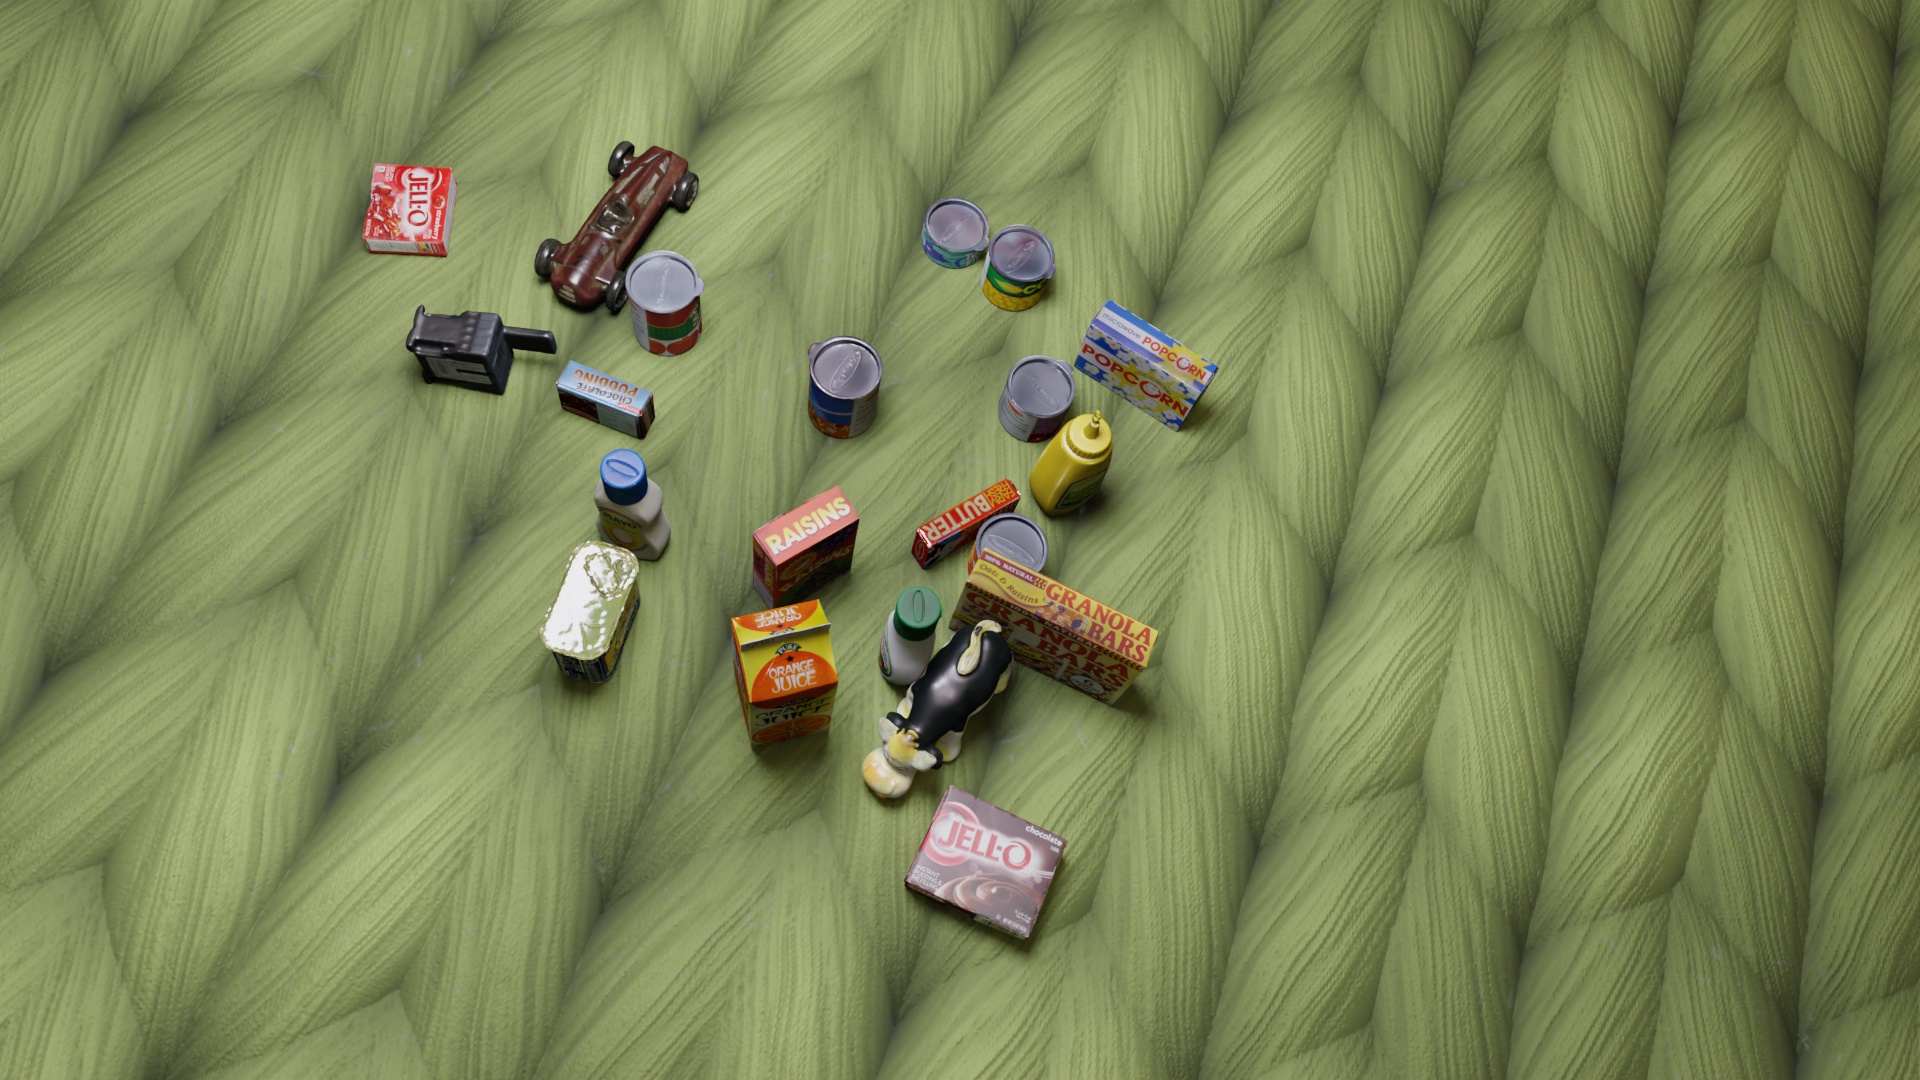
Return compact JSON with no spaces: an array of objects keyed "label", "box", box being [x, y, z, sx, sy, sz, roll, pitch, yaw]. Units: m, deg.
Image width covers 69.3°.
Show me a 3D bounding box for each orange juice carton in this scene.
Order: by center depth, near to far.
[{"label":"orange juice carton","box":[-0.144,0.105,1.129,0.072,0.192,0.073,-12,70,-13]}]

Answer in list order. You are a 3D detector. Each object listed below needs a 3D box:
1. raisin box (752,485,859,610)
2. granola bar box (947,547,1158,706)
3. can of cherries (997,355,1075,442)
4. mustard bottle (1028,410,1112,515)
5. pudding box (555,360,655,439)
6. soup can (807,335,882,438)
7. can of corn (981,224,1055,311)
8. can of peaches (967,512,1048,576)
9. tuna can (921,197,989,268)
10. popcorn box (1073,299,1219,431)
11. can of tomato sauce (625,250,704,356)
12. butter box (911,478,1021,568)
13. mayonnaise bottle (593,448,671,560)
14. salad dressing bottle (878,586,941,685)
[{"label":"raisin box","box":[-0.136,0.009,1.208,0.086,0.123,0.040,-30,75,-19]},{"label":"granola bar box","box":[0.078,0.077,1.212,0.165,0.123,0.039,26,67,3]},{"label":"can of cherries","box":[0.075,-0.136,1.337,0.071,0.058,0.072,3,67,-7]},{"label":"mustard bottle","box":[0.106,-0.075,1.260,0.065,0.159,0.049,-24,73,-17]},{"label":"pudding box","box":[-0.326,-0.129,1.278,0.084,0.049,0.030,21,66,1]},{"label":"soup can","box":[-0.111,-0.143,1.298,0.071,0.083,0.071,3,67,-7]},{"label":"can of corn","box":[0.058,-0.270,1.391,0.071,0.058,0.071,3,67,-7]},{"label":"can of peaches","box":[0.041,0.018,1.267,0.071,0.057,0.071,3,67,-7]},{"label":"tuna can","box":[-0.004,-0.311,1.412,0.071,0.032,0.071,3,67,-7]},{"label":"popcorn box","box":[0.178,-0.170,1.352,0.127,0.085,0.038,33,67,6]},{"label":"can of tomato sauce","box":[-0.276,-0.221,1.306,0.071,0.082,0.071,3,67,-7]},{"label":"butter box","box":[0.005,-0.016,1.278,0.104,0.053,0.024,-30,75,-19]},{"label":"mayonnaise bottle","box":[-0.284,-0.031,1.189,0.065,0.147,0.041,23,66,1]},{"label":"salad dressing bottle","box":[-0.043,0.080,1.180,0.044,0.147,0.064,2,68,-8]}]
